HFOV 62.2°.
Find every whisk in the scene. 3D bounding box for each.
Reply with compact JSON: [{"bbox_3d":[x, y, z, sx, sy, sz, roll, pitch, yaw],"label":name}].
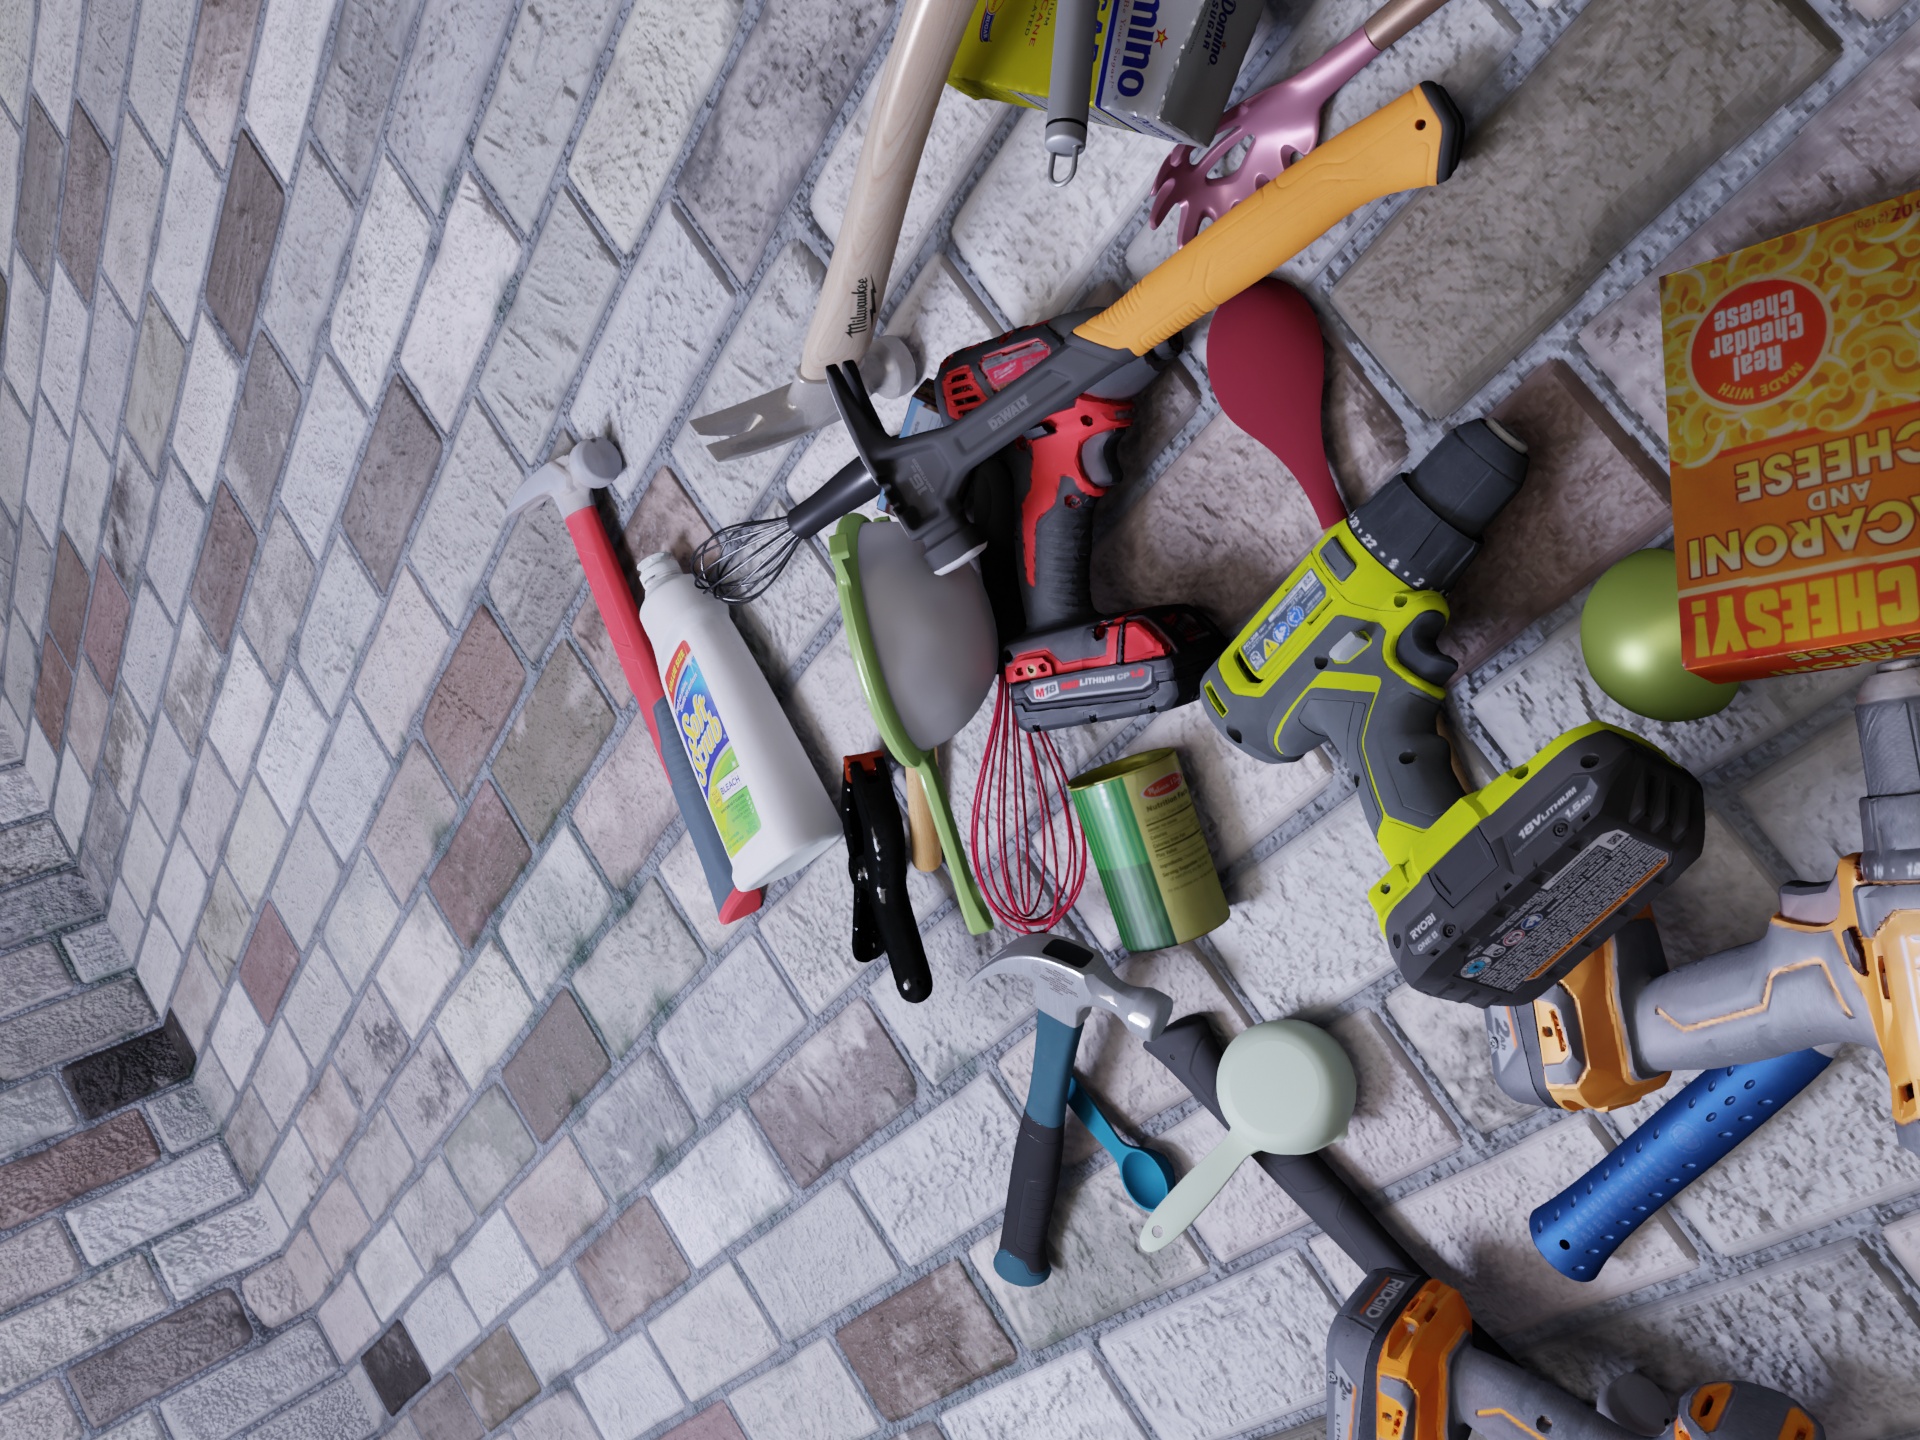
[{"bbox_3d":[0.034,-0.011,0.971,0.073,0.073,0.296,3,102,44],"label":"whisk"},{"bbox_3d":[-0.107,-0.136,1.069,0.239,0.055,0.055,-26,87,42],"label":"whisk"},{"bbox_3d":[-0.030,-0.009,1.044,0.047,0.051,0.244,2,117,8],"label":"whisk"}]

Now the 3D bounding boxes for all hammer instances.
[{"bbox_3d":[0.085,-0.204,0.781,0.337,0.034,0.127,-30,93,28],"label":"hammer"},{"bbox_3d":[0.229,0.302,0.920,0.335,0.035,0.146,45,132,22],"label":"hammer"},{"bbox_3d":[-0.042,-0.280,0.796,0.038,0.146,0.410,53,150,14],"label":"hammer"},{"bbox_3d":[0.378,0.127,0.702,0.144,0.035,0.405,45,132,22],"label":"hammer"},{"bbox_3d":[0.055,0.268,1.045,0.128,0.033,0.330,27,133,25],"label":"hammer"},{"bbox_3d":[-0.253,-0.020,1.261,0.143,0.038,0.386,-20,92,48],"label":"hammer"}]

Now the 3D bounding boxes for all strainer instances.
[{"bbox_3d":[0.058,-0.365,0.727,0.087,0.050,0.258,1,80,27],"label":"strainer"},{"bbox_3d":[-0.001,-0.003,0.913,0.069,0.151,0.256,-16,98,10],"label":"strainer"}]

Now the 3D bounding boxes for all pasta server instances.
[{"bbox_3d":[0.203,-0.311,0.694,0.316,0.060,0.040,-29,44,44],"label":"pasta server"}]

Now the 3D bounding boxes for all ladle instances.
[{"bbox_3d":[0.200,-0.075,0.803,0.069,0.031,0.315,-24,91,46],"label":"ladle"},{"bbox_3d":[0.382,-0.094,0.612,0.320,0.062,0.078,-37,72,39],"label":"ladle"}]

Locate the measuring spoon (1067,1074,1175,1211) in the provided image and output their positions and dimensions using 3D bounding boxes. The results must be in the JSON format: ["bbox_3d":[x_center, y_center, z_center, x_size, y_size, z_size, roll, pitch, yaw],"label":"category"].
[{"bbox_3d":[0.100,0.267,1.051,0.129,0.021,0.042,48,134,32],"label":"measuring spoon"}]

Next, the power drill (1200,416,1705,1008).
[{"bbox_3d":[0.215,-0.010,0.700,0.190,0.080,0.229,-51,38,26],"label":"power drill"}]

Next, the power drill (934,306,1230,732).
[{"bbox_3d":[0.073,-0.112,0.871,0.143,0.078,0.219,-10,95,35],"label":"power drill"}]

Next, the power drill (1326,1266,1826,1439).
[{"bbox_3d":[0.303,0.385,0.800,0.227,0.084,0.164,9,112,38],"label":"power drill"}]

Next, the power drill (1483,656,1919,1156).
[{"bbox_3d":[0.323,0.079,0.653,0.226,0.084,0.185,-14,82,56],"label":"power drill"}]

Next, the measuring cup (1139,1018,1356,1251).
[{"bbox_3d":[0.154,0.241,0.905,0.083,0.038,0.167,43,97,28],"label":"measuring cup"}]
